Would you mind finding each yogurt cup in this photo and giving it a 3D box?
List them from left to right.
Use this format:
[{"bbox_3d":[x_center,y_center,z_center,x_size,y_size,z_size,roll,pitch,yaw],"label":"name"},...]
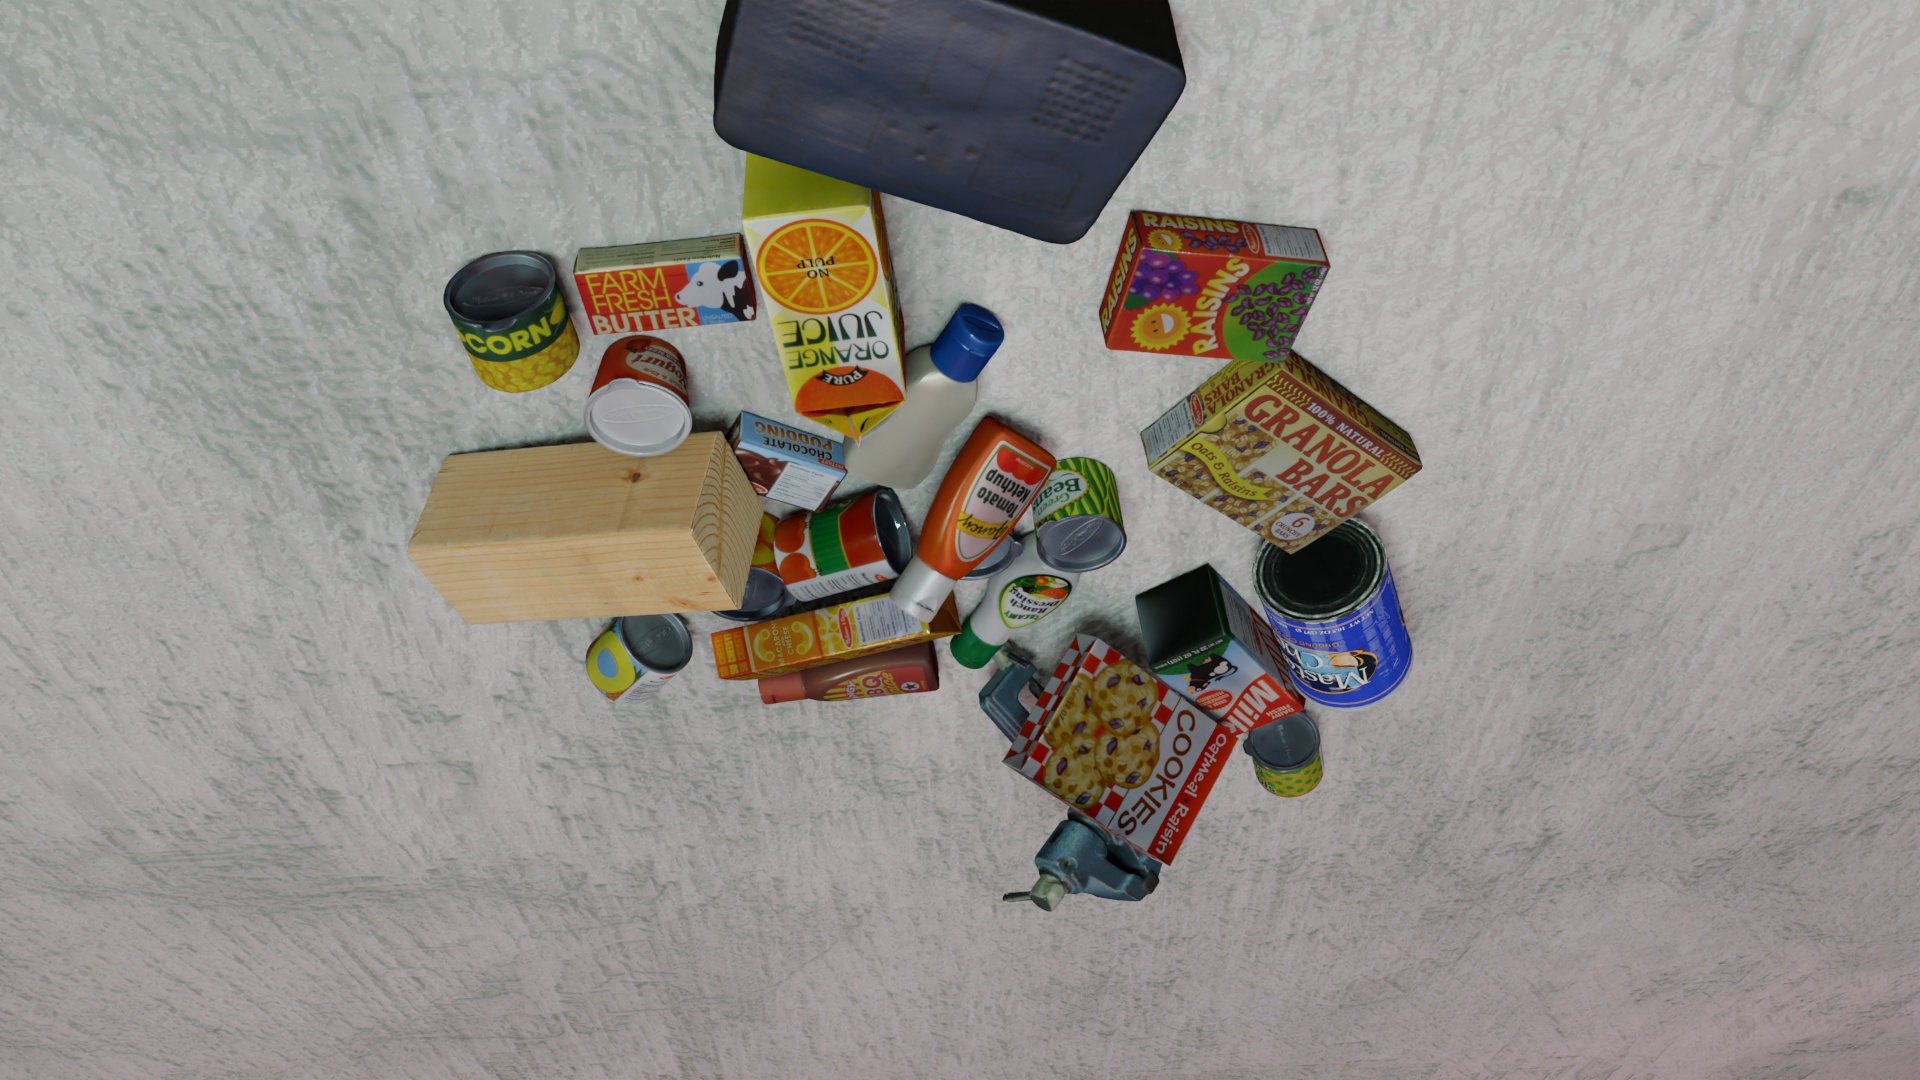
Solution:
[{"bbox_3d":[-0.208,-0.096,0.903,0.072,0.054,0.072,-3,140,-2],"label":"yogurt cup"}]

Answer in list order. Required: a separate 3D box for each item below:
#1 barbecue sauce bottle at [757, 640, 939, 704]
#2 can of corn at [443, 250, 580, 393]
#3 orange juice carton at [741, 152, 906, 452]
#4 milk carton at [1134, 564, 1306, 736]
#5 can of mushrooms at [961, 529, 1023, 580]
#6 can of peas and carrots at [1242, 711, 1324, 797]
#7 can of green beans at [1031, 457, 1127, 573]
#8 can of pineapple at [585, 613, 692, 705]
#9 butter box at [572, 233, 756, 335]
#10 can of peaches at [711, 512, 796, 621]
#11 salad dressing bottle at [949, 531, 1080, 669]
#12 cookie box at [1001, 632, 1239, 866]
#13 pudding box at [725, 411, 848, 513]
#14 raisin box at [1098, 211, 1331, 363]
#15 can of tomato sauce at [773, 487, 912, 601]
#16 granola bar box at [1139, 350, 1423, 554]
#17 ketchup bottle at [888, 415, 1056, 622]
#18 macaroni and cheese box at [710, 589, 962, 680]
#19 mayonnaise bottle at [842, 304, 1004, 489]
[{"bbox_3d":[-0.095,0.111,1.172,0.148,0.044,0.064,-7,148,3],"label":"barbecue sauce bottle"},{"bbox_3d":[-0.270,-0.130,0.842,0.071,0.071,0.058,-6,141,0],"label":"can of corn"},{"bbox_3d":[-0.076,-0.144,0.846,0.073,0.072,0.191,-7,140,3],"label":"orange juice carton"},{"bbox_3d":[0.229,0.105,1.178,0.072,0.074,0.190,-28,136,24],"label":"milk carton"},{"bbox_3d":[0.011,-0.002,1.056,0.071,0.033,0.070,-3,140,-2],"label":"can of mushrooms"},{"bbox_3d":[0.305,0.201,1.306,0.071,0.071,0.058,-13,140,10],"label":"can of peas and carrots"},{"bbox_3d":[0.086,-0.019,1.025,0.071,0.058,0.071,-3,140,-2],"label":"can of green beans"},{"bbox_3d":[-0.259,0.089,1.112,0.071,0.071,0.057,26,131,-32],"label":"can of pineapple"},{"bbox_3d":[-0.181,-0.157,0.856,0.103,0.024,0.052,-6,140,0],"label":"butter box"},{"bbox_3d":[-0.159,0.019,1.043,0.071,0.058,0.071,-4,140,-3],"label":"can of peaches"},{"bbox_3d":[0.041,0.050,1.114,0.064,0.044,0.147,15,137,-25],"label":"salad dressing bottle"},{"bbox_3d":[0.133,0.171,1.133,0.167,0.123,0.040,36,169,-22],"label":"cookie box"},{"bbox_3d":[-0.127,-0.055,0.980,0.084,0.030,0.049,17,137,-24],"label":"pudding box"},{"bbox_3d":[0.158,-0.159,0.880,0.123,0.040,0.085,3,140,-11],"label":"raisin box"},{"bbox_3d":[-0.086,0.002,1.024,0.083,0.071,0.071,-15,139,18],"label":"can of tomato sauce"},{"bbox_3d":[0.232,-0.064,1.002,0.165,0.039,0.123,26,131,-33],"label":"granola bar box"},{"bbox_3d":[0.004,-0.012,0.983,0.064,0.043,0.148,28,99,-35],"label":"ketchup bottle"},{"bbox_3d":[-0.093,0.073,1.083,0.166,0.040,0.123,-14,174,10],"label":"macaroni and cheese box"},{"bbox_3d":[-0.022,-0.095,0.936,0.065,0.041,0.147,16,135,-26],"label":"mayonnaise bottle"}]
